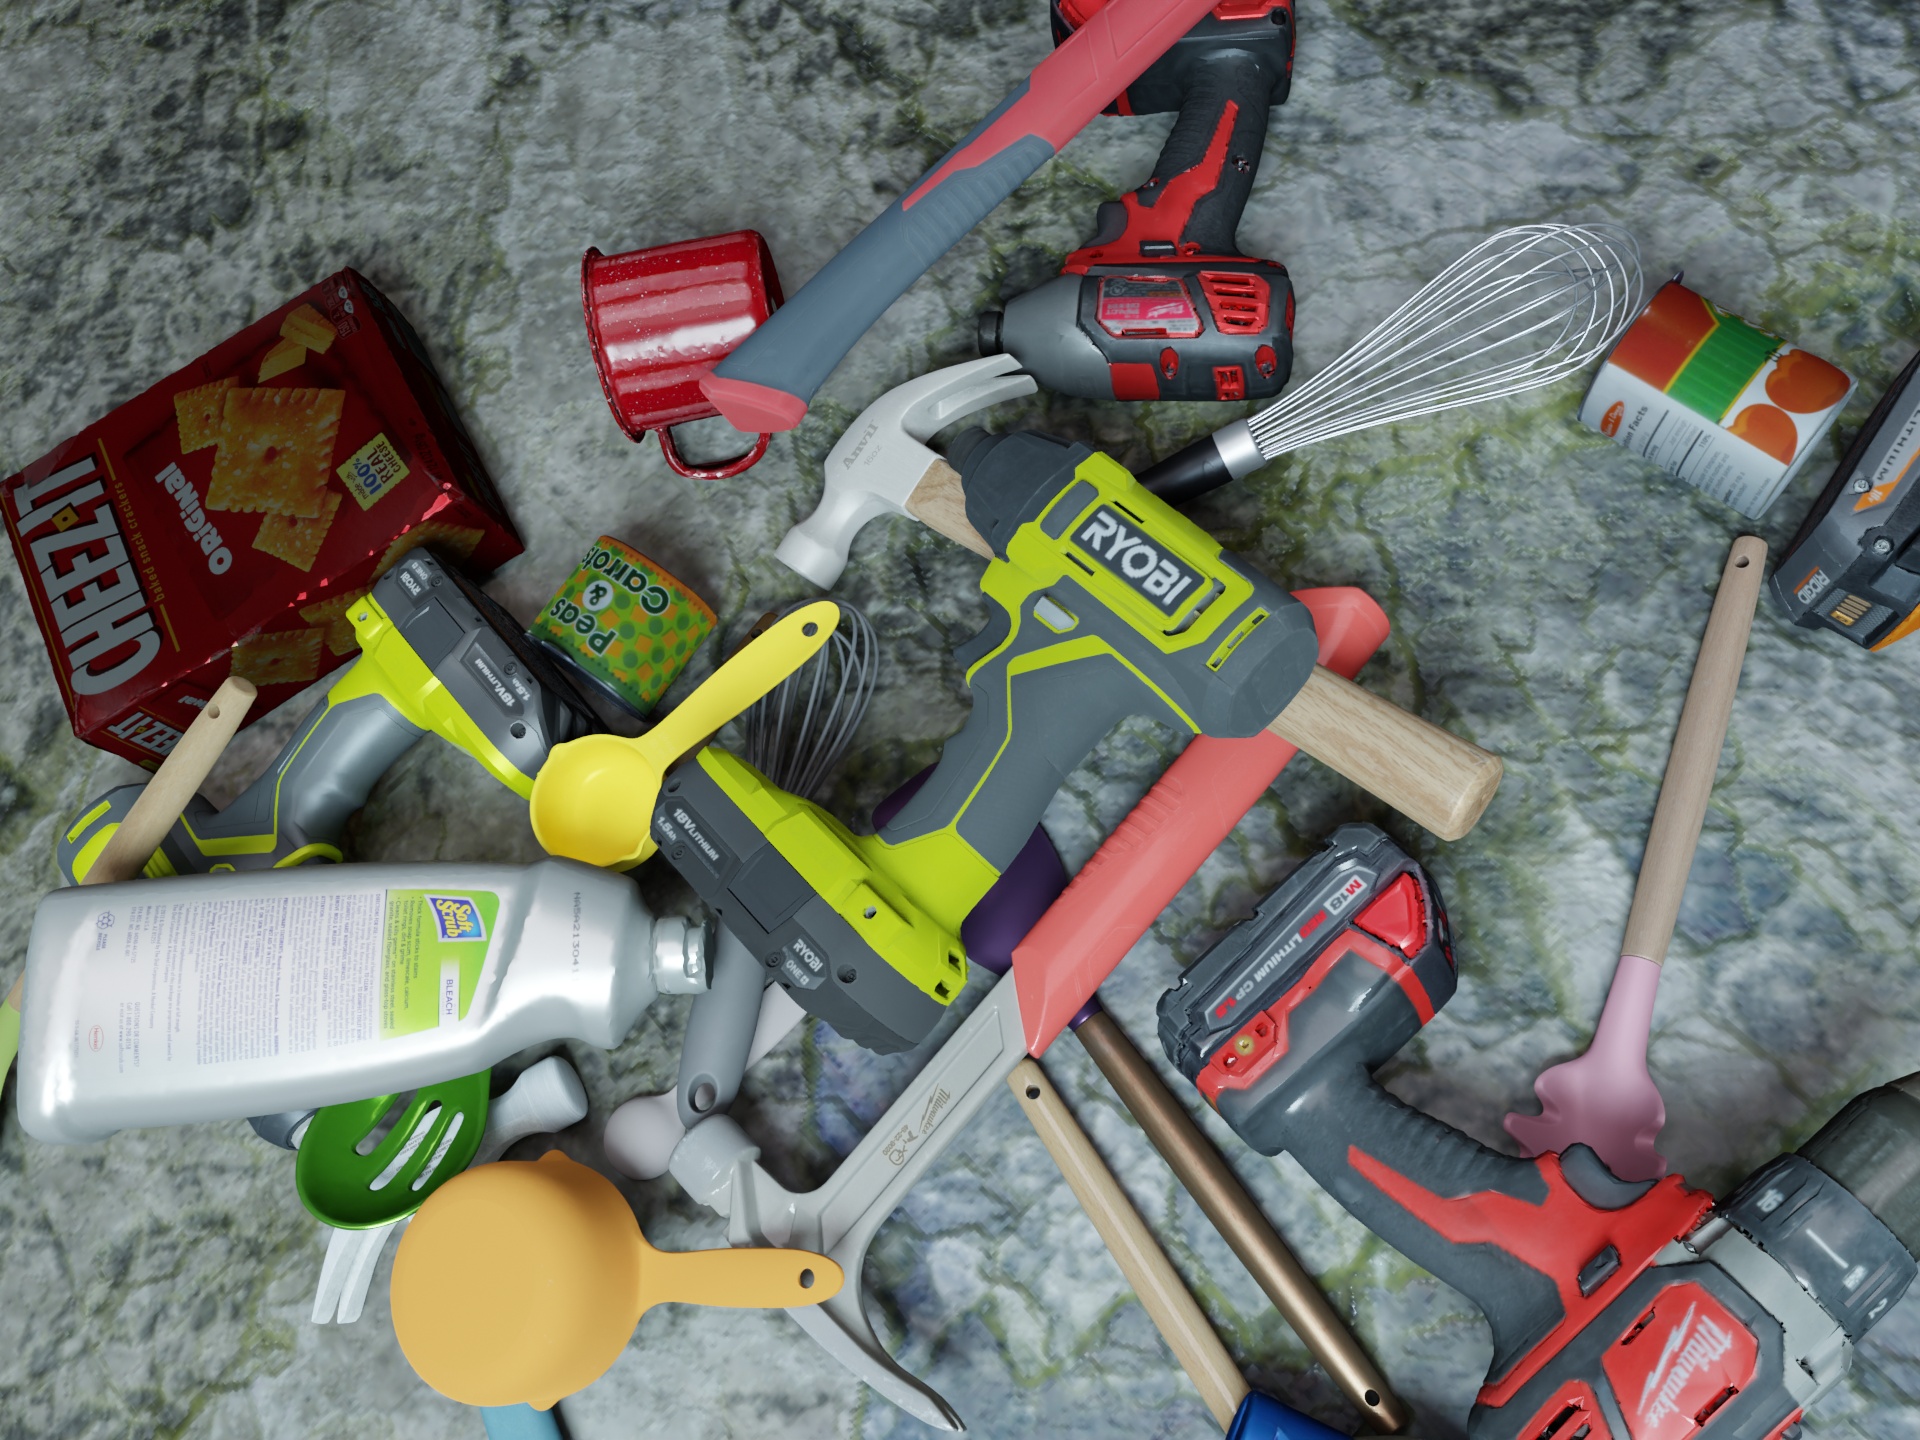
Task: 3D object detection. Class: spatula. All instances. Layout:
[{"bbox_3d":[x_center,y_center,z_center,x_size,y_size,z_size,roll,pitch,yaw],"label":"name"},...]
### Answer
[{"bbox_3d":[0.068,0.139,0.631,0.060,0.018,0.316,-36,66,-3],"label":"spatula"}]

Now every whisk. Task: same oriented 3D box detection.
[{"bbox_3d":[-0.080,0.055,0.675,0.055,0.055,0.239,8,72,15],"label":"whisk"},{"bbox_3d":[0.148,-0.131,0.675,0.284,0.070,0.070,-25,67,16],"label":"whisk"}]

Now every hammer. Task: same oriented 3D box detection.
[{"bbox_3d":[0.056,0.089,0.625,0.149,0.036,0.359,38,78,23],"label":"hammer"},{"bbox_3d":[0.068,-0.051,0.649,0.332,0.031,0.130,33,91,31],"label":"hammer"},{"bbox_3d":[0.026,-0.277,0.705,0.386,0.038,0.143,-42,70,0],"label":"hammer"},{"bbox_3d":[-0.156,0.305,0.610,0.128,0.033,0.331,-27,67,0],"label":"hammer"}]

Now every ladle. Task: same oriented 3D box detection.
[{"bbox_3d":[-0.391,0.104,0.669,0.078,0.062,0.320,43,106,9],"label":"ladle"}]

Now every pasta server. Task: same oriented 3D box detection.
[{"bbox_3d":[0.265,0.064,0.606,0.060,0.040,0.316,11,71,34],"label":"pasta server"}]

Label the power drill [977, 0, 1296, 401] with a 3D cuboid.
[{"bbox_3d":[0.086,-0.251,0.742,0.143,0.078,0.220,2,74,13],"label":"power drill"}]

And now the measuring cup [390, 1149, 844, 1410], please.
[{"bbox_3d":[-0.130,0.204,0.578,0.173,0.052,0.095,-8,71,22],"label":"measuring cup"}]

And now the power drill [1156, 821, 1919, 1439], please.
[{"bbox_3d":[0.198,0.135,0.537,0.188,0.080,0.227,-43,52,-1],"label":"power drill"}]

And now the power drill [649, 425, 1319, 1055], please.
[{"bbox_3d":[-0.001,-0.002,0.602,0.223,0.080,0.171,-46,60,-2],"label":"power drill"}]

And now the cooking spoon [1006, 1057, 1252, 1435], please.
[{"bbox_3d":[0.106,0.260,0.578,0.069,0.017,0.319,-34,68,-3],"label":"cooking spoon"}]

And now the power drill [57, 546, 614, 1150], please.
[{"bbox_3d":[-0.270,0.054,0.704,0.228,0.080,0.191,-44,66,-3],"label":"power drill"}]

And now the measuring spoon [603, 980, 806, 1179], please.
[{"bbox_3d":[-0.101,0.142,0.666,0.124,0.018,0.034,-44,67,-6],"label":"measuring spoon"}]

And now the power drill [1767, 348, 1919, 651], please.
[{"bbox_3d":[0.430,-0.033,0.585,0.226,0.084,0.164,33,80,17],"label":"power drill"}]

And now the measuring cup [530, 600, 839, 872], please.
[{"bbox_3d":[-0.110,0.005,0.670,0.156,0.029,0.062,-40,72,-6],"label":"measuring cup"}]

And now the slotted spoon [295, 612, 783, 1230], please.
[{"bbox_3d":[-0.165,0.076,0.680,0.070,0.031,0.314,26,68,21],"label":"slotted spoon"}]
